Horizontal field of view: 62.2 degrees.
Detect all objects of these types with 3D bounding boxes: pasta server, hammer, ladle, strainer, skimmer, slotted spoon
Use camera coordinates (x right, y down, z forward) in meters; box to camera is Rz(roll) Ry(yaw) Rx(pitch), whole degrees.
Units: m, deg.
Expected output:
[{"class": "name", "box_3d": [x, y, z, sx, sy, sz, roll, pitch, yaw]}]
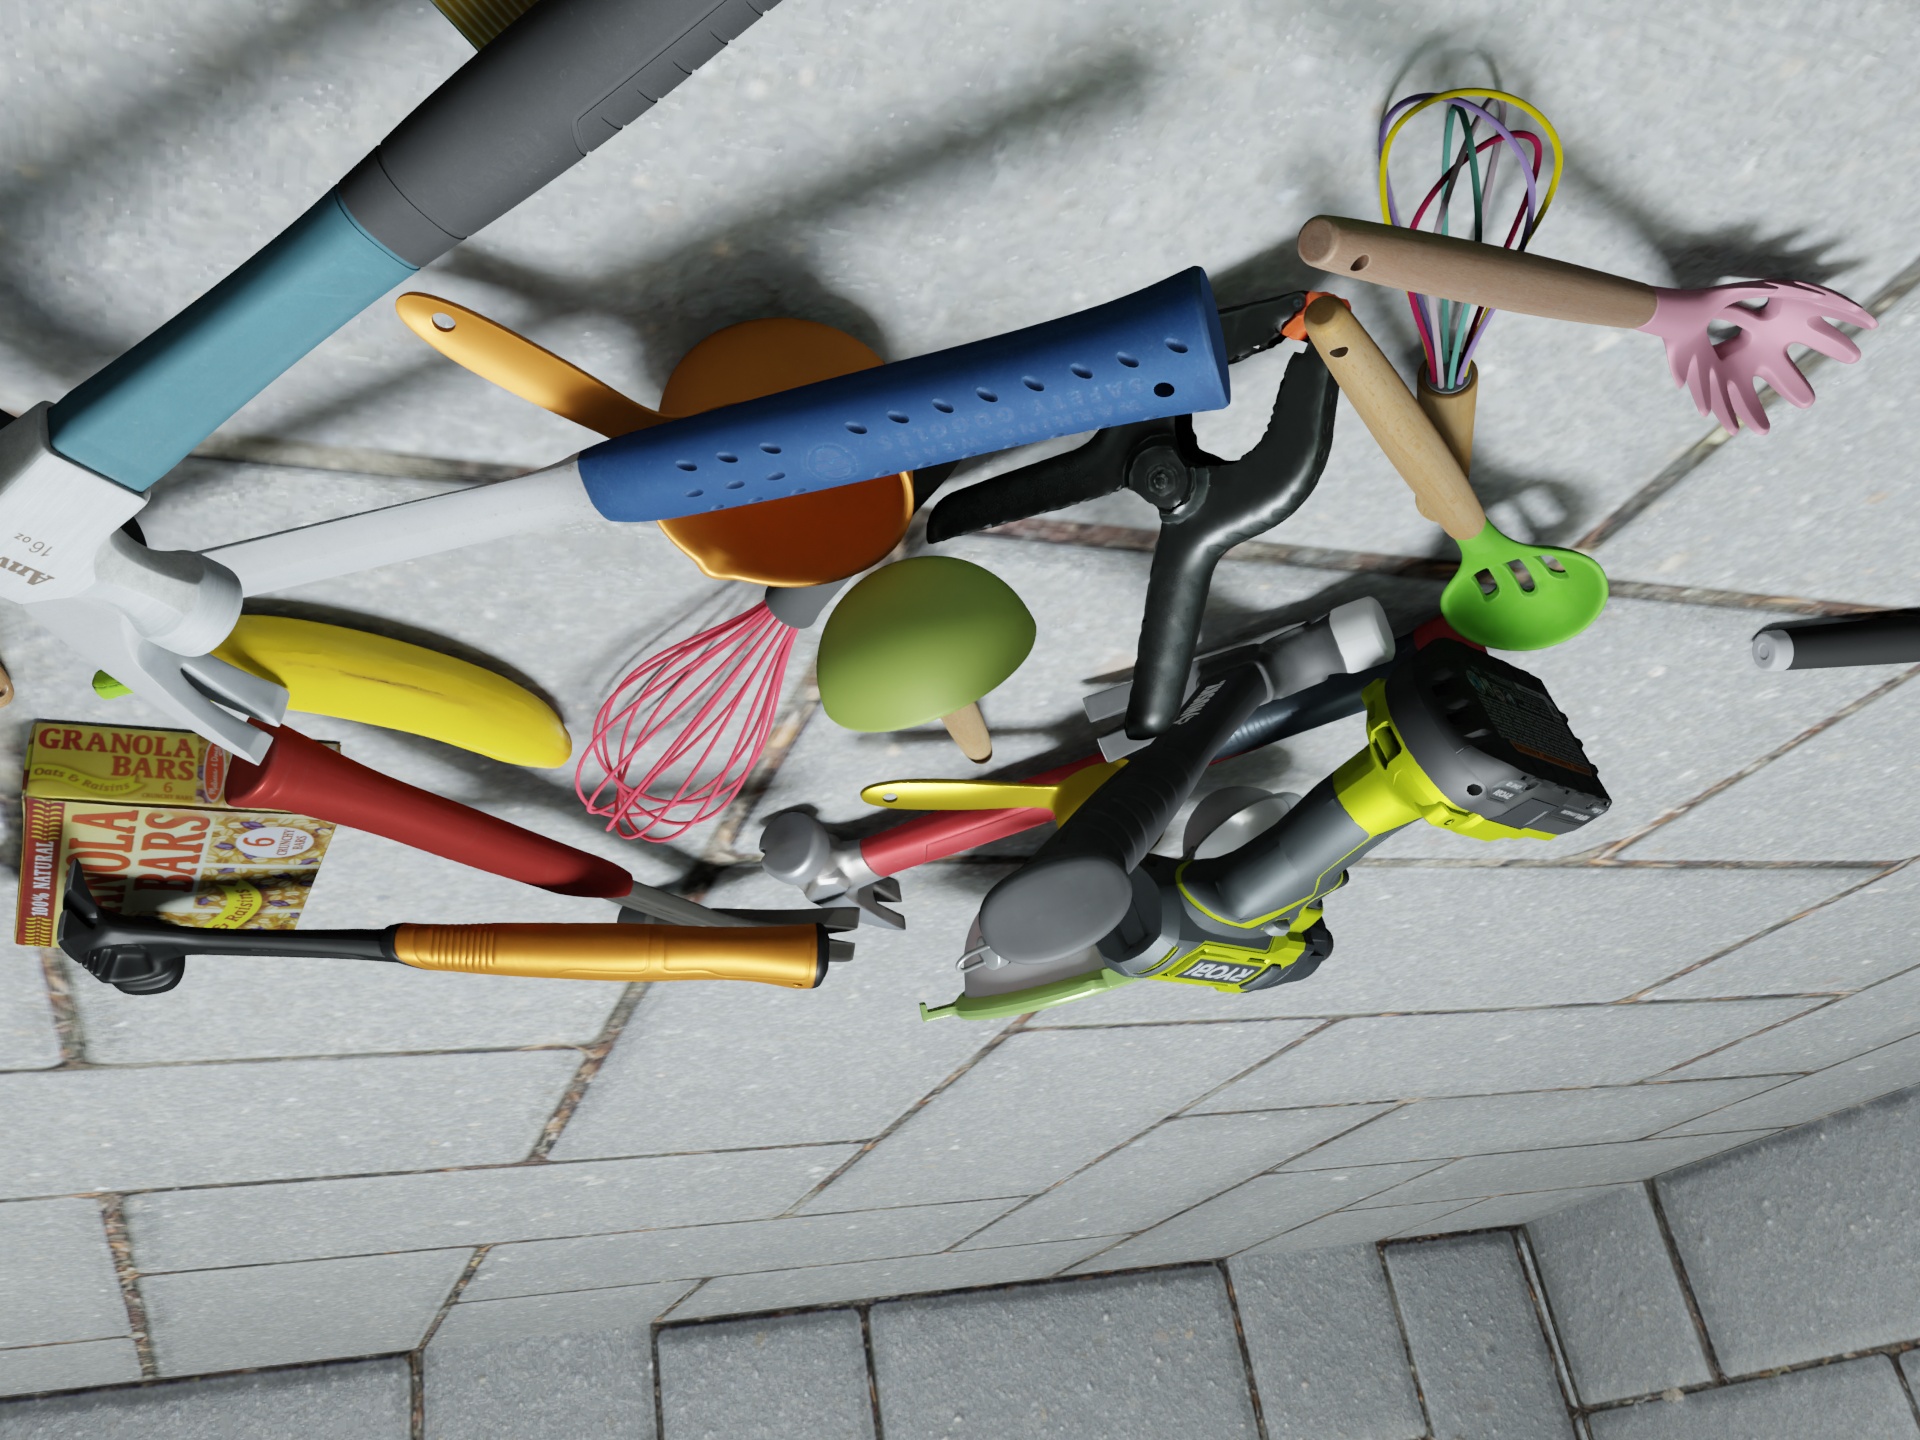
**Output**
[{"class": "pasta server", "box_3d": [0.210, -0.131, 0.510, 0.316, 0.040, 0.060, -6, 144, -43]}, {"class": "hammer", "box_3d": [-0.192, 0.068, 0.760, 0.149, 0.037, 0.358, -2, 162, 25]}, {"class": "ladle", "box_3d": [-0.001, -0.002, 0.663, 0.078, 0.062, 0.320, -23, 168, 1]}, {"class": "hammer", "box_3d": [-0.128, -0.127, 0.383, 0.331, 0.033, 0.128, -31, 150, 15]}, {"class": "hammer", "box_3d": [-0.119, -0.067, 0.495, 0.405, 0.035, 0.143, -10, 139, 17]}, {"class": "strainer", "box_3d": [0.093, 0.114, 0.973, 0.151, 0.069, 0.256, -19, 177, 38]}, {"class": "strainer", "box_3d": [0.099, 0.083, 0.856, 0.258, 0.050, 0.086, -20, 145, -33]}, {"class": "skimmer", "box_3d": [0.613, -0.018, 0.886, 0.363, 0.090, 0.127, -3, -176, -9]}, {"class": "hammer", "box_3d": [-0.228, 0.103, 0.739, 0.336, 0.034, 0.127, 3, 158, -12]}, {"class": "hammer", "box_3d": [0.092, 0.032, 0.853, 0.386, 0.038, 0.143, -20, 153, 19]}, {"class": "hammer", "box_3d": [0.078, 0.019, 0.630, 0.146, 0.035, 0.335, -20, -173, 26]}, {"class": "slotted spoon", "box_3d": [0.189, -0.086, 0.609, 0.070, 0.031, 0.313, -16, 158, 27]}]

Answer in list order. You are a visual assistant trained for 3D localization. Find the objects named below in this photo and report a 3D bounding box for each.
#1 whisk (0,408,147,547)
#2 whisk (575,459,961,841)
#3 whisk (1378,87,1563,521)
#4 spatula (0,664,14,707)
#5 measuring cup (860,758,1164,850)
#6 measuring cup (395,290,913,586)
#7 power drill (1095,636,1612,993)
[{"class": "whisk", "box_3d": [-0.291, -0.117, 0.371, 0.070, 0.070, 0.284, -15, 146, 8]}, {"class": "whisk", "box_3d": [-0.079, -0.035, 0.648, 0.073, 0.073, 0.295, 11, 140, -35]}, {"class": "whisk", "box_3d": [0.177, -0.133, 0.563, 0.047, 0.051, 0.244, -20, 155, 6]}, {"class": "spatula", "box_3d": [-0.352, -0.070, 0.488, 0.044, 0.082, 0.317, 26, 155, -4]}, {"class": "measuring cup", "box_3d": [0.028, 0.047, 0.792, 0.156, 0.029, 0.062, 2, 137, -12]}, {"class": "measuring cup", "box_3d": [-0.093, -0.108, 0.514, 0.173, 0.052, 0.095, 25, 138, -27]}, {"class": "power drill", "box_3d": [0.194, 0.063, 0.789, 0.171, 0.080, 0.223, 15, 136, -42]}]
